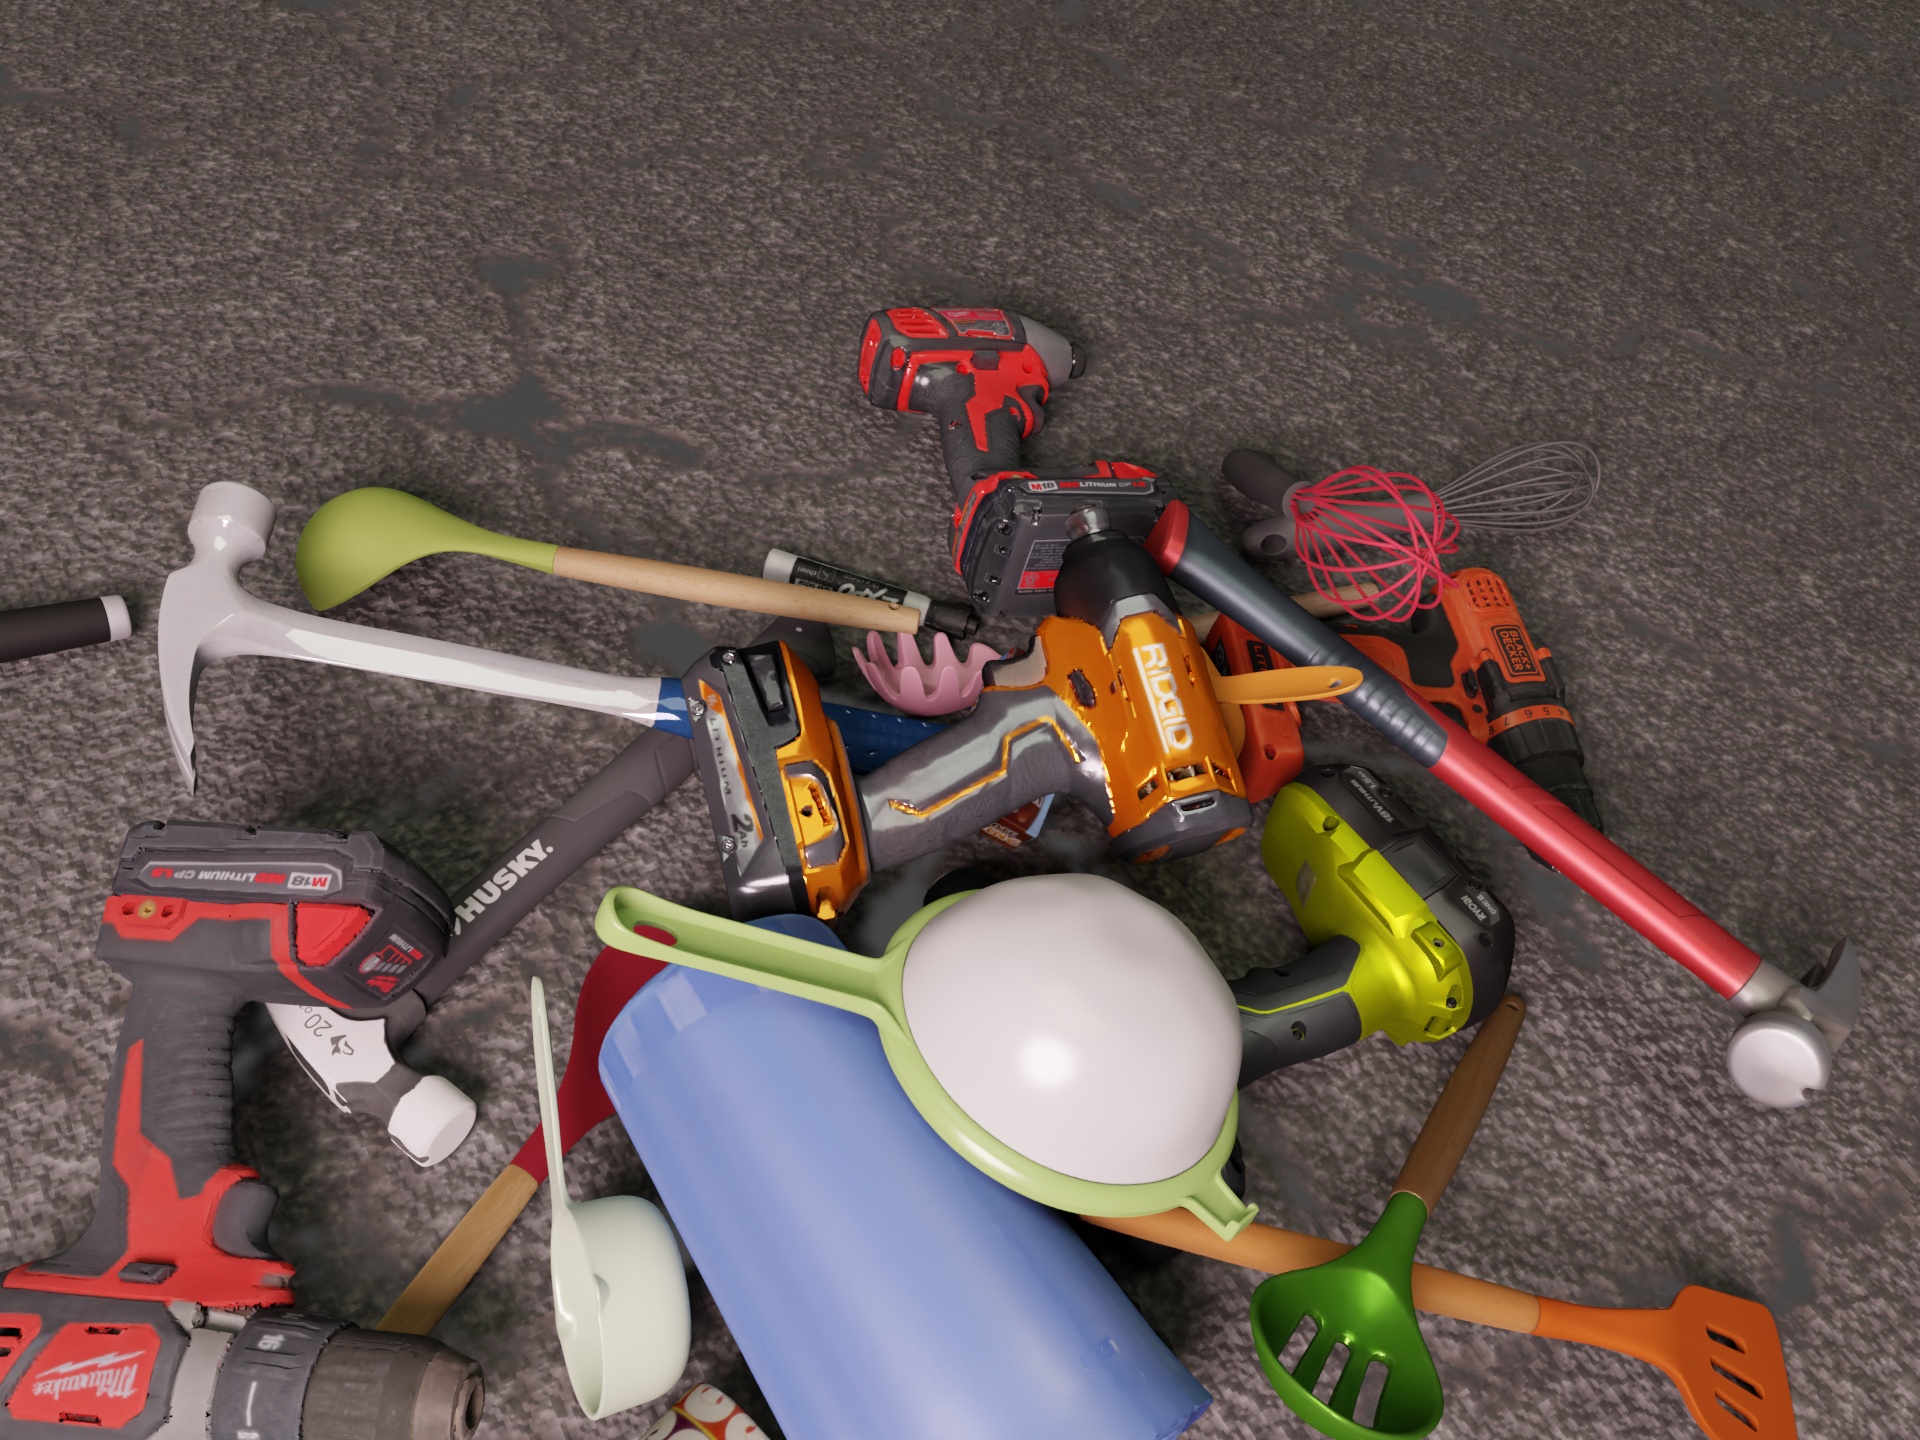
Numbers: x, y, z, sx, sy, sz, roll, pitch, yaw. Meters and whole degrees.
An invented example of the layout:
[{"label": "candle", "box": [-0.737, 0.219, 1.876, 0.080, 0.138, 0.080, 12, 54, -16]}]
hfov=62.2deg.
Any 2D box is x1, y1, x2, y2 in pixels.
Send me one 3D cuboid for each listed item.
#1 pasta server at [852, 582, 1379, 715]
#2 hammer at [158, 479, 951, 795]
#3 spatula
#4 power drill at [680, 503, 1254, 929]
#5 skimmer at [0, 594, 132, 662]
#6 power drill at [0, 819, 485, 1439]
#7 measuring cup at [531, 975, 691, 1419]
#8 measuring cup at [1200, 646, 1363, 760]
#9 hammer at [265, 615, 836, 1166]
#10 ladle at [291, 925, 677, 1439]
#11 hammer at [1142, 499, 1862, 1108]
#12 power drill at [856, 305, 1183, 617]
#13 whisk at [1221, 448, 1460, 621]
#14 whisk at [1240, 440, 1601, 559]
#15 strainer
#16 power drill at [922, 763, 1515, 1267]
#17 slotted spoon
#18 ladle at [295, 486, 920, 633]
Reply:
[{"label": "pasta server", "box": [0.094, -0.048, 0.863, 0.316, 0.040, 0.060, -13, 27, -20]}, {"label": "hammer", "box": [-0.153, -0.005, 0.736, 0.405, 0.035, 0.144, 11, 56, -16]}, {"label": "spatula", "box": [0.196, 0.230, 0.622, 0.322, 0.041, 0.081, 16, 52, -7]}, {"label": "power drill", "box": [-0.001, -0.002, 0.693, 0.226, 0.084, 0.164, -12, 75, -9]}, {"label": "skimmer", "box": [-0.570, 0.012, 0.717, 0.363, 0.090, 0.127, -17, 53, -33]}, {"label": "power drill", "box": [-0.252, 0.158, 0.587, 0.188, 0.080, 0.227, 3, 65, 7]}, {"label": "measuring cup", "box": [-0.137, 0.176, 0.611, 0.038, 0.083, 0.168, -3, 63, -26]}, {"label": "measuring cup", "box": [0.126, 0.005, 0.758, 0.174, 0.052, 0.095, -6, 39, 47]}, {"label": "hammer", "box": [-0.177, 0.043, 0.750, 0.146, 0.035, 0.335, 33, 54, 16]}, {"label": "ladle", "box": [-0.188, 0.201, 0.627, 0.069, 0.031, 0.315, 32, 55, 7]}, {"label": "hammer", "box": [0.246, 0.017, 0.759, 0.386, 0.038, 0.143, 41, 32, 20]}, {"label": "power drill", "box": [0.036, -0.162, 0.920, 0.143, 0.078, 0.220, -5, 48, -23]}, {"label": "whisk", "box": [0.188, -0.111, 0.840, 0.073, 0.073, 0.296, 1, 18, -8]}, {"label": "whisk", "box": [0.278, -0.128, 0.952, 0.239, 0.055, 0.055, -12, 54, -13]}, {"label": "strainer", "box": [0.001, 0.086, 0.576, 0.256, 0.069, 0.152, 18, 35, -16]}, {"label": "power drill", "box": [0.112, 0.109, 0.717, 0.228, 0.080, 0.191, -24, 56, -22]}, {"label": "slotted spoon", "box": [0.186, 0.181, 0.630, 0.070, 0.031, 0.314, 30, 30, 19]}, {"label": "ladle", "box": [-0.180, -0.067, 0.814, 0.320, 0.062, 0.078, 10, 35, 0]}]
